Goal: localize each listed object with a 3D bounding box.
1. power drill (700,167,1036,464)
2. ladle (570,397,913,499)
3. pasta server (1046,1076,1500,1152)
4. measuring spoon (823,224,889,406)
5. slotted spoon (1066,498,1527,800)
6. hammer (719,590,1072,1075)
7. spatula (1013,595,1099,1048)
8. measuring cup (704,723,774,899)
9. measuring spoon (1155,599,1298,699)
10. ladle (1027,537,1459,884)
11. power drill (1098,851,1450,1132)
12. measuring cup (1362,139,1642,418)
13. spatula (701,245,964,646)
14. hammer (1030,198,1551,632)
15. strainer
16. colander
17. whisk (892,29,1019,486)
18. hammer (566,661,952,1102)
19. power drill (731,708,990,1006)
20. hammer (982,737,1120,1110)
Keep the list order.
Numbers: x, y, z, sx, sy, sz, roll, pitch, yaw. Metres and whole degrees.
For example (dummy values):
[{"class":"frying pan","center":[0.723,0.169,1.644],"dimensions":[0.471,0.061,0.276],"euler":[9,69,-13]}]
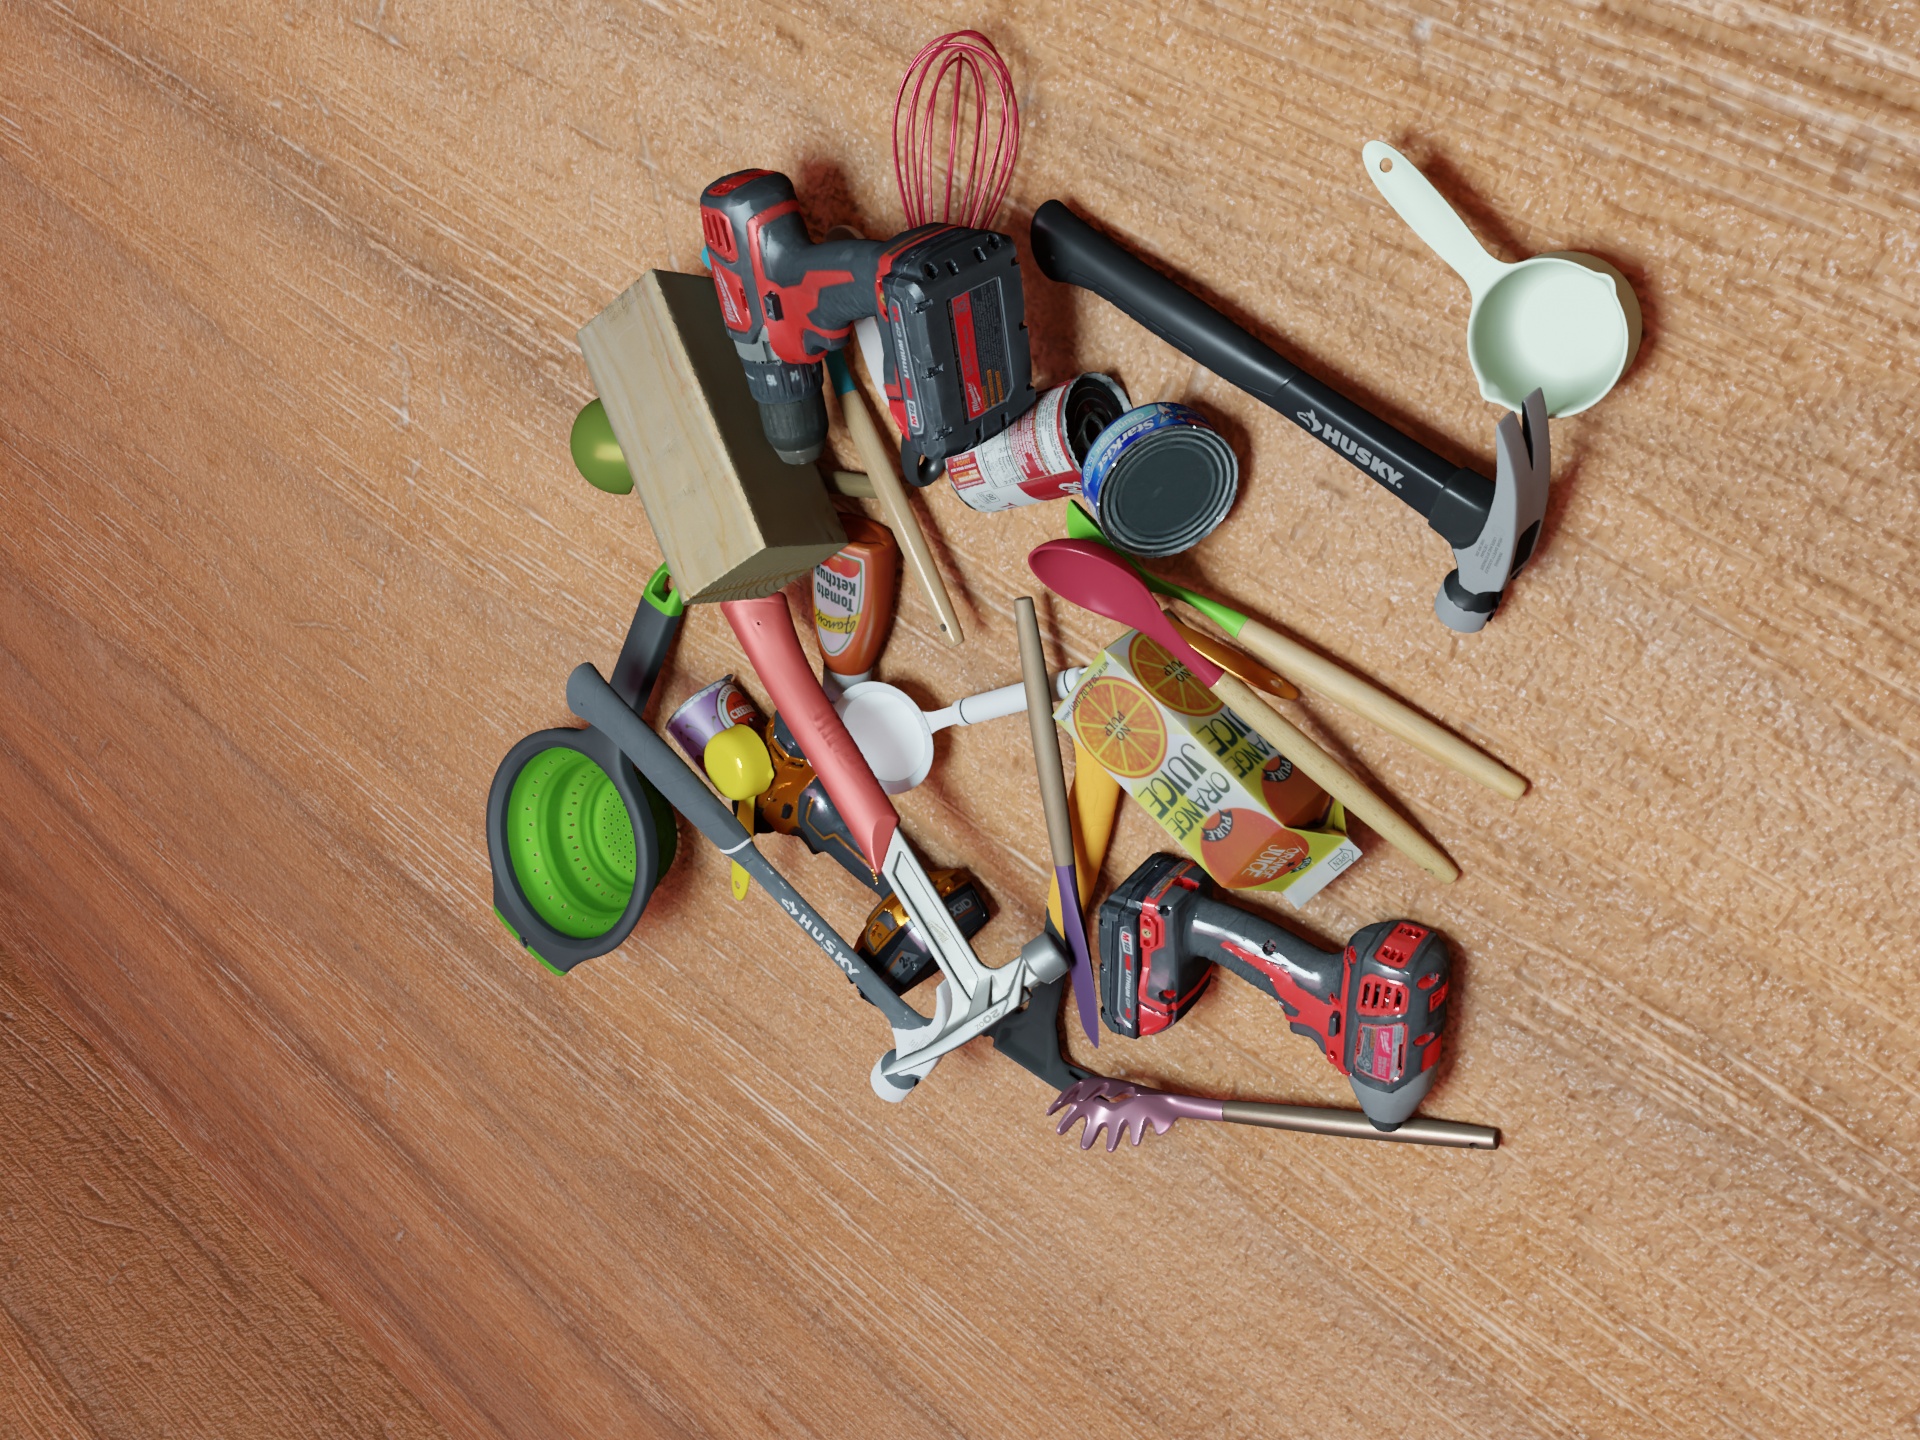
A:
[{"class":"power drill","center":[-0.063,-0.223,0.956],"dimensions":[0.227,0.080,0.187],"euler":[26,139,40]},{"class":"ladle","center":[-0.165,-0.190,1.173],"dimensions":[0.320,0.062,0.078],"euler":[12,119,29]},{"class":"pasta server","center":[0.203,0.274,1.079],"dimensions":[0.316,0.040,0.060],"euler":[-3,129,35]},{"class":"measuring spoon","center":[-0.059,-0.266,1.047],"dimensions":[0.034,0.018,0.124],"euler":[6,124,40]},{"class":"slotted spoon","center":[0.187,-0.041,0.931],"dimensions":[0.314,0.070,0.031],"euler":[33,98,17]},{"class":"hammer","center":[-0.077,0.062,1.117],"dimensions":[0.149,0.036,0.359],"euler":[-34,77,7]},{"class":"spatula","center":[0.067,0.072,1.065],"dimensions":[0.060,0.018,0.315],"euler":[-136,35,-74]},{"class":"measuring cup","center":[-0.178,0.077,1.241],"dimensions":[0.062,0.029,0.156],"euler":[28,123,37]},{"class":"measuring spoon","center":[0.155,-0.046,0.967],"dimensions":[0.117,0.021,0.011],"euler":[32,132,16]},{"class":"ladle","center":[0.170,-0.007,0.931],"dimensions":[0.315,0.031,0.069],"euler":[40,161,-2]},{"class":"power drill","center":[0.202,0.176,1.024],"dimensions":[0.220,0.078,0.143],"euler":[15,123,32]},{"class":"measuring cup","center":[0.258,-0.221,0.768],"dimensions":[0.168,0.038,0.083],"euler":[51,137,9]},{"class":"spatula","center":[-0.074,-0.192,1.066],"dimensions":[0.082,0.044,0.317],"euler":[-25,90,44]},{"class":"hammer","center":[0.165,-0.188,0.851],"dimensions":[0.335,0.035,0.146],"euler":[41,156,22]},{"class":"strainer","center":[-0.002,-0.004,1.121],"dimensions":[0.258,0.050,0.087],"euler":[-15,101,38]},{"class":"colander","center":[-0.288,0.036,1.386],"dimensions":[0.205,0.094,0.397],"euler":[38,116,25]},{"class":"whisk","center":[-0.011,-0.268,0.969],"dimensions":[0.073,0.073,0.295],"euler":[32,137,25]},{"class":"hammer","center":[-0.155,0.105,1.198],"dimensions":[0.409,0.036,0.149],"euler":[44,135,11]},{"class":"power drill","center":[-0.094,0.107,1.247],"dimensions":[0.226,0.084,0.164],"euler":[52,137,12]},{"class":"hammer","center":[0.083,0.131,1.131],"dimensions":[0.127,0.034,0.336],"euler":[29,130,28]}]
